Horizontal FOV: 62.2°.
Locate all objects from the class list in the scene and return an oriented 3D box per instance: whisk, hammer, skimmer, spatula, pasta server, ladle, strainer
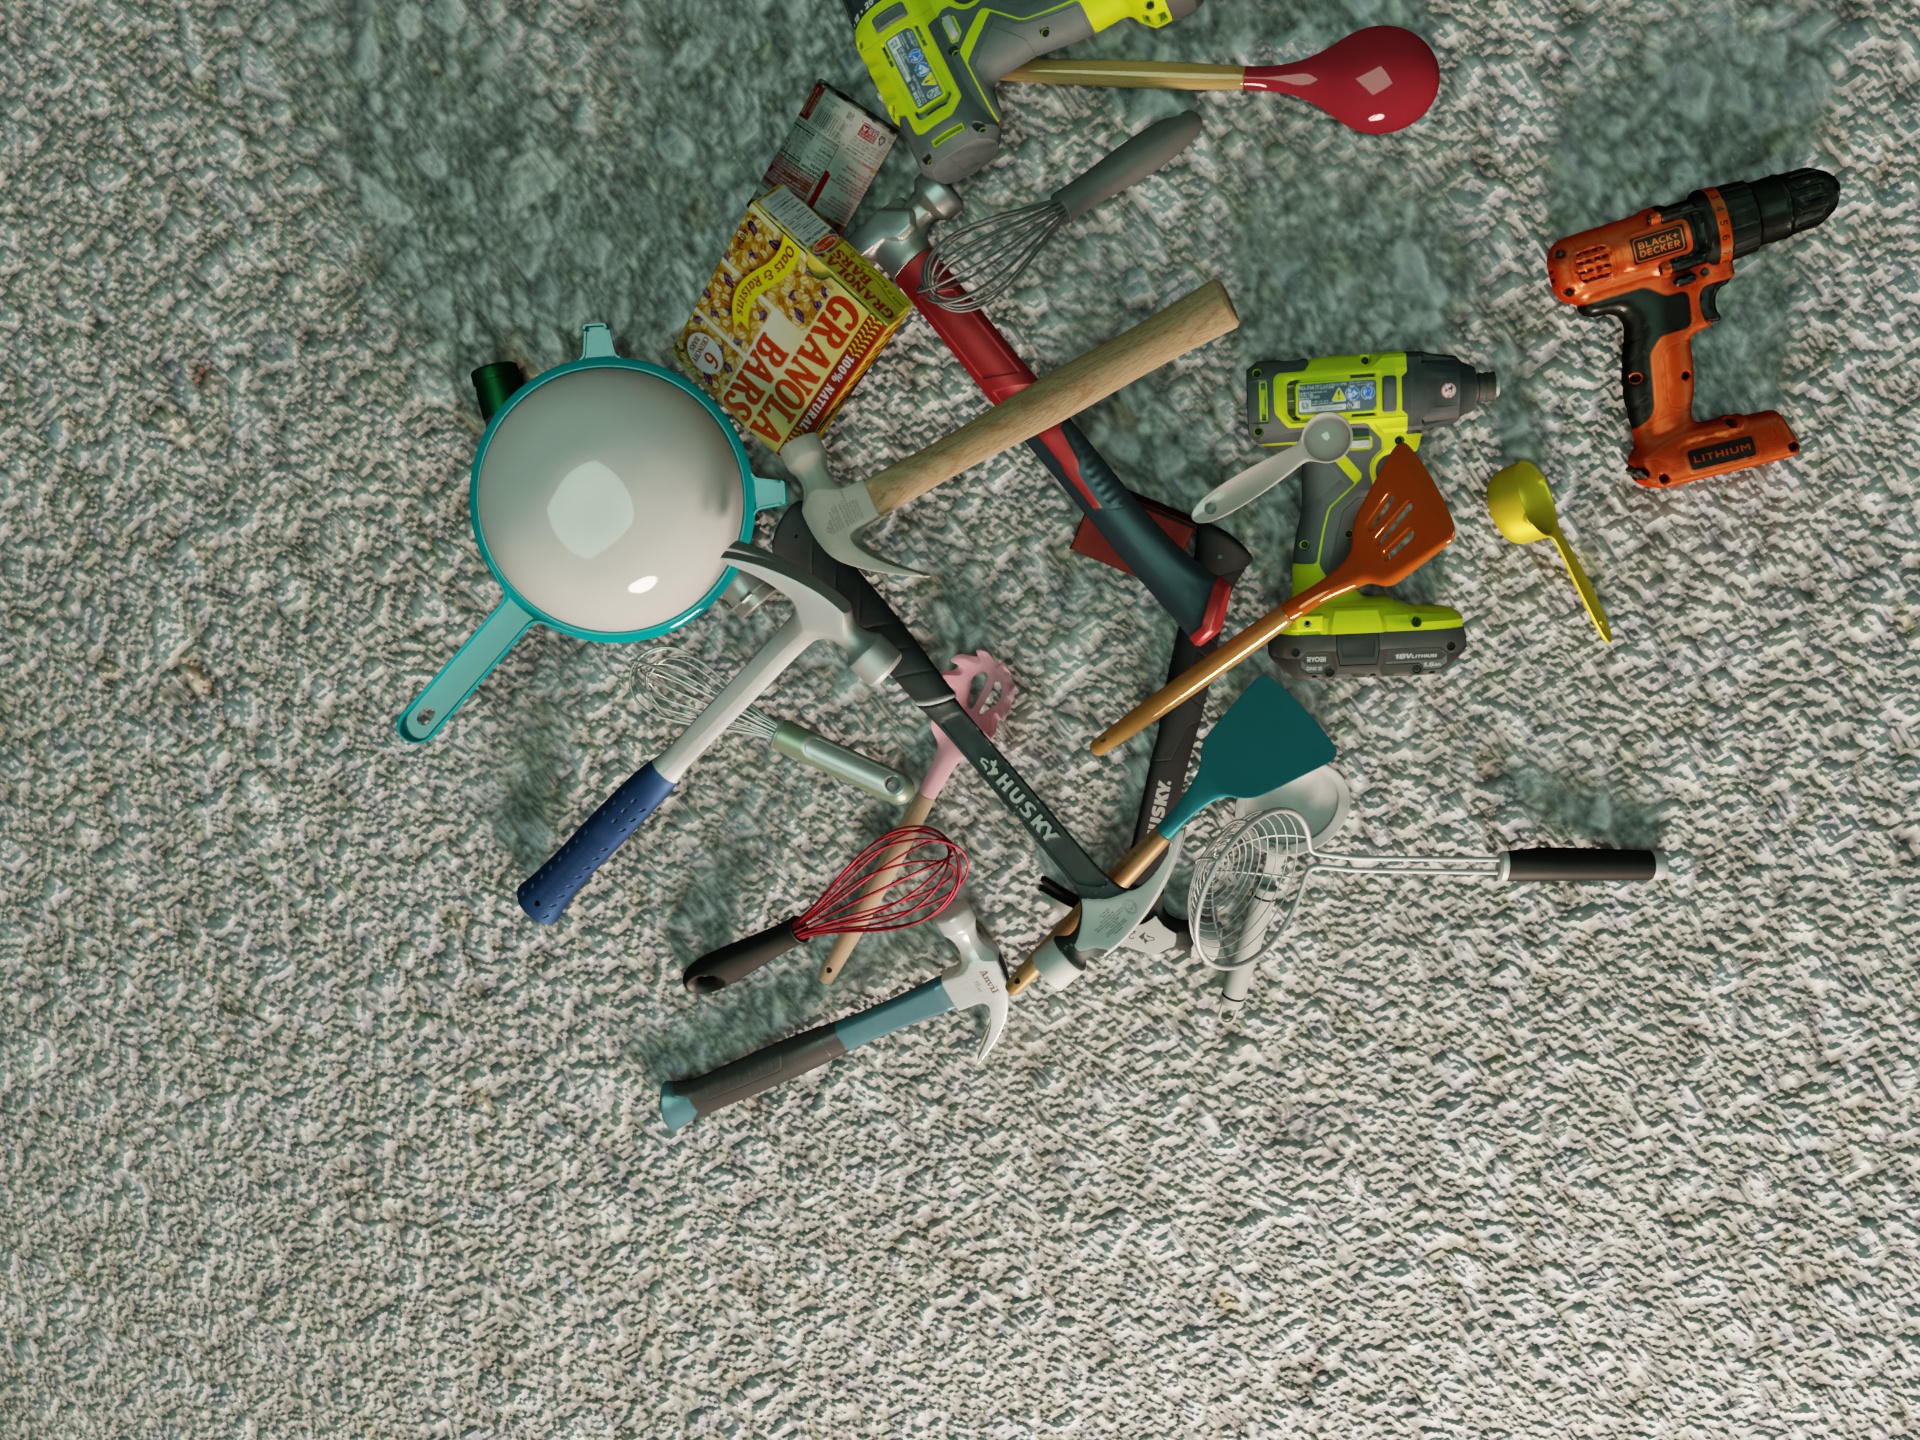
[{"bbox_3d":[-0.148,0.006,1.233,0.246,0.059,0.058,24,77,6],"label":"whisk"},{"bbox_3d":[0.046,-0.201,1.128,0.143,0.038,0.386,-40,82,16],"label":"hammer"},{"bbox_3d":[-0.224,0.028,1.220,0.144,0.035,0.405,43,119,-9],"label":"hammer"},{"bbox_3d":[0.341,0.121,1.150,0.363,0.090,0.127,0,115,-2],"label":"skimmer"},{"bbox_3d":[-0.002,-0.004,1.178,0.149,0.036,0.409,-42,81,11],"label":"hammer"},{"bbox_3d":[0.204,-0.064,1.106,0.322,0.041,0.081,-38,57,31],"label":"spatula"},{"bbox_3d":[0.037,-0.204,1.094,0.331,0.031,0.130,-26,86,19],"label":"hammer"},{"bbox_3d":[0.142,0.102,1.195,0.317,0.044,0.082,-48,69,22],"label":"spatula"},{"bbox_3d":[-0.042,0.082,1.252,0.060,0.040,0.316,33,108,13],"label":"pasta server"},{"bbox_3d":[0.169,-0.445,1.097,0.315,0.031,0.069,5,106,9],"label":"ladle"},{"bbox_3d":[-0.113,0.157,1.254,0.296,0.073,0.073,-29,98,28],"label":"whisk"},{"bbox_3d":[0.157,0.015,1.207,0.146,0.035,0.334,12,105,5],"label":"hammer"},{"bbox_3d":[-0.108,0.262,1.302,0.331,0.033,0.128,-25,108,16],"label":"hammer"},{"bbox_3d":[0.234,0.122,1.219,0.087,0.050,0.258,10,111,-7],"label":"strainer"},{"bbox_3d":[-0.298,-0.111,1.144,0.211,0.095,0.340,41,91,-6],"label":"strainer"},{"bbox_3d":[0.070,-0.352,1.089,0.239,0.055,0.055,-35,97,-9],"label":"whisk"}]

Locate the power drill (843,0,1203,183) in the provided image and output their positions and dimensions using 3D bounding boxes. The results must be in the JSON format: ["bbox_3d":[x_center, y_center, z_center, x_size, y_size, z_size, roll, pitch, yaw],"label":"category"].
[{"bbox_3d":[0.032,-0.501,1.072,0.228,0.080,0.190,-26,85,15],"label":"power drill"}]

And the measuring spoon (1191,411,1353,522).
[{"bbox_3d":[0.214,-0.171,1.098,0.124,0.018,0.034,-30,83,22],"label":"measuring spoon"}]

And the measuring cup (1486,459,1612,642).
[{"bbox_3d":[0.421,-0.114,1.135,0.029,0.062,0.156,-18,116,41],"label":"measuring cup"}]

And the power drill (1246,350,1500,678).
[{"bbox_3d":[0.293,-0.146,1.127,0.171,0.080,0.223,-2,100,10],"label":"power drill"}]
